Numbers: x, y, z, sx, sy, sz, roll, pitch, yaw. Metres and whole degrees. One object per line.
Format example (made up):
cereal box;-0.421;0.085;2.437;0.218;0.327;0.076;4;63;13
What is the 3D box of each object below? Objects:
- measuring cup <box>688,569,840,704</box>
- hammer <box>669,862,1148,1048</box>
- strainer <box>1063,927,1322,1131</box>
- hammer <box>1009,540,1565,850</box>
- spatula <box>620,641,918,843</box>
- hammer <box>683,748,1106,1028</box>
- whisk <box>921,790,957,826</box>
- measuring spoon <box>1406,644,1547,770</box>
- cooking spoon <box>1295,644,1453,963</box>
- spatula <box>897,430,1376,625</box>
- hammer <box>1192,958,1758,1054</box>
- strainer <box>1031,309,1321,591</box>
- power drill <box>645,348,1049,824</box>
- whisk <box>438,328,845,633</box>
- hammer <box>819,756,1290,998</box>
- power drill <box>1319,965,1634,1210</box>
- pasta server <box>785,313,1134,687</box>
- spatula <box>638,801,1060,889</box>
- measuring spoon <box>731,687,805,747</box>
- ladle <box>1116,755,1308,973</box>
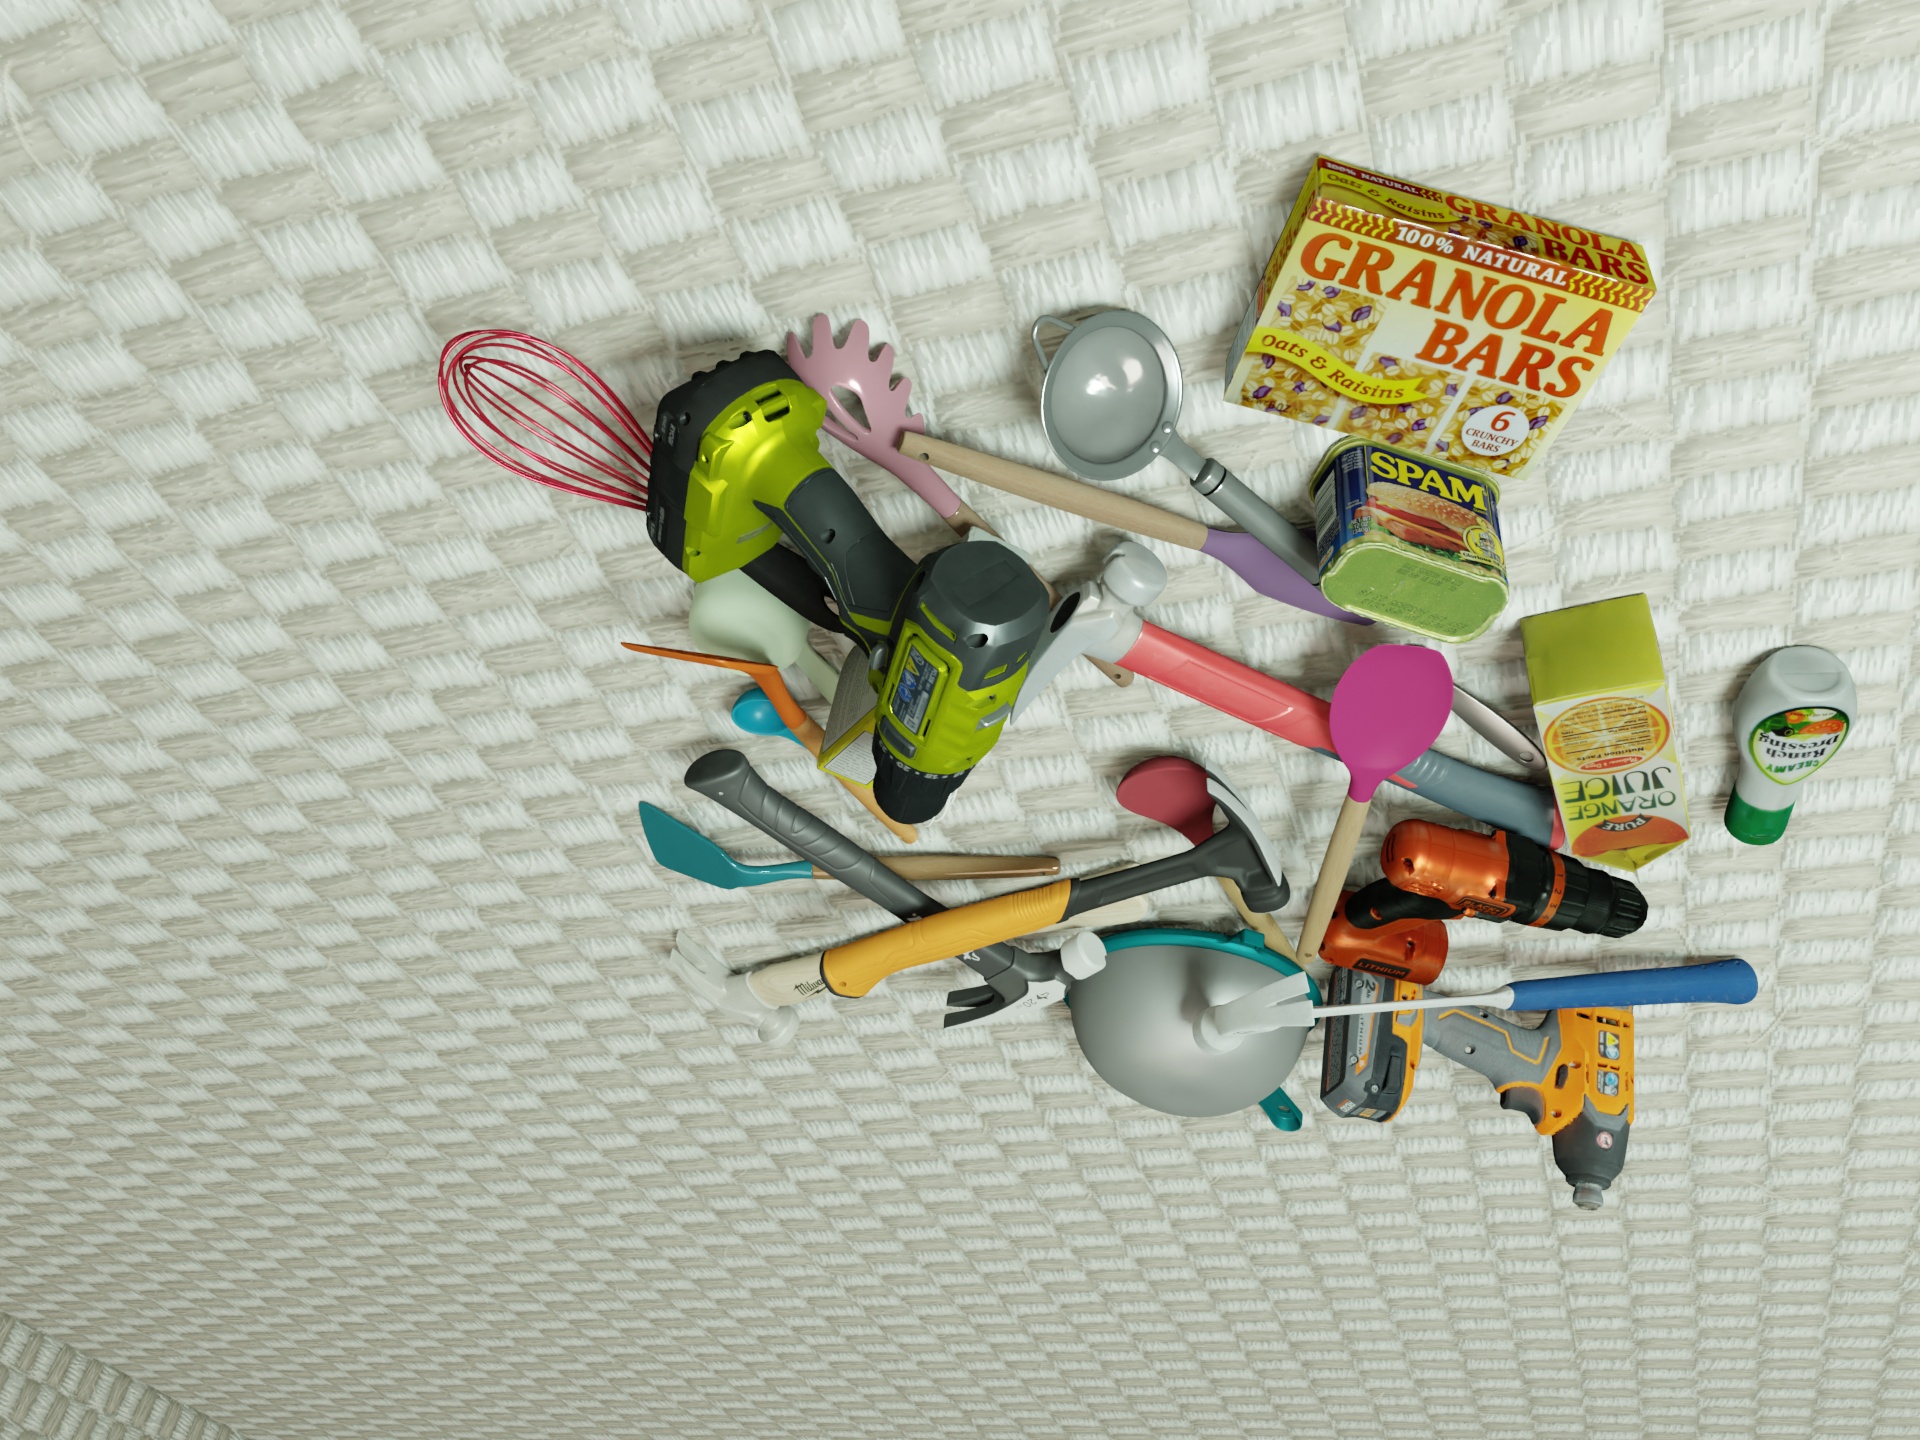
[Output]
measuring cup;-0.108;-0.033;1.023;0.083;0.038;0.167;-20;130;30
hammer;-0.041;0.172;1.258;0.410;0.038;0.146;-20;131;29
strainer;0.208;0.291;1.297;0.211;0.095;0.340;-12;138;29
hammer;0.220;0.014;1.004;0.386;0.038;0.143;22;133;-20
spatula;-0.101;0.018;1.040;0.081;0.041;0.322;11;157;30
hammer;-0.060;0.122;1.154;0.334;0.035;0.146;36;129;-25
whisk;-0.002;-0.003;1.026;0.059;0.058;0.246;-16;154;-28
measuring spoon;0.313;-0.002;0.979;0.124;0.018;0.034;36;138;-8
cooking spoon;0.249;0.063;1.015;0.069;0.017;0.318;6;138;3
spatula;0.114;-0.111;0.891;0.315;0.018;0.059;14;134;-18
hammer;0.377;0.196;1.121;0.405;0.035;0.144;-2;161;-12
strainer;0.125;-0.134;0.851;0.258;0.050;0.087;34;89;-25
power drill;-0.063;-0.063;0.826;0.229;0.080;0.190;46;145;18
whisk;-0.165;-0.127;0.910;0.073;0.073;0.295;-29;133;36
hammer;0.049;0.127;1.101;0.337;0.034;0.127;-20;126;19
power drill;0.392;0.268;1.194;0.226;0.164;0.084;11;154;1
pasta server;0.012;-0.113;0.922;0.060;0.040;0.315;-22;135;31
spatula;-0.084;0.101;1.193;0.317;0.044;0.082;0;139;3
measuring spoon;-0.100;0.007;1.093;0.128;0.021;0.042;27;138;-34
ladle;0.197;0.114;1.154;0.069;0.031;0.315;-17;136;24
